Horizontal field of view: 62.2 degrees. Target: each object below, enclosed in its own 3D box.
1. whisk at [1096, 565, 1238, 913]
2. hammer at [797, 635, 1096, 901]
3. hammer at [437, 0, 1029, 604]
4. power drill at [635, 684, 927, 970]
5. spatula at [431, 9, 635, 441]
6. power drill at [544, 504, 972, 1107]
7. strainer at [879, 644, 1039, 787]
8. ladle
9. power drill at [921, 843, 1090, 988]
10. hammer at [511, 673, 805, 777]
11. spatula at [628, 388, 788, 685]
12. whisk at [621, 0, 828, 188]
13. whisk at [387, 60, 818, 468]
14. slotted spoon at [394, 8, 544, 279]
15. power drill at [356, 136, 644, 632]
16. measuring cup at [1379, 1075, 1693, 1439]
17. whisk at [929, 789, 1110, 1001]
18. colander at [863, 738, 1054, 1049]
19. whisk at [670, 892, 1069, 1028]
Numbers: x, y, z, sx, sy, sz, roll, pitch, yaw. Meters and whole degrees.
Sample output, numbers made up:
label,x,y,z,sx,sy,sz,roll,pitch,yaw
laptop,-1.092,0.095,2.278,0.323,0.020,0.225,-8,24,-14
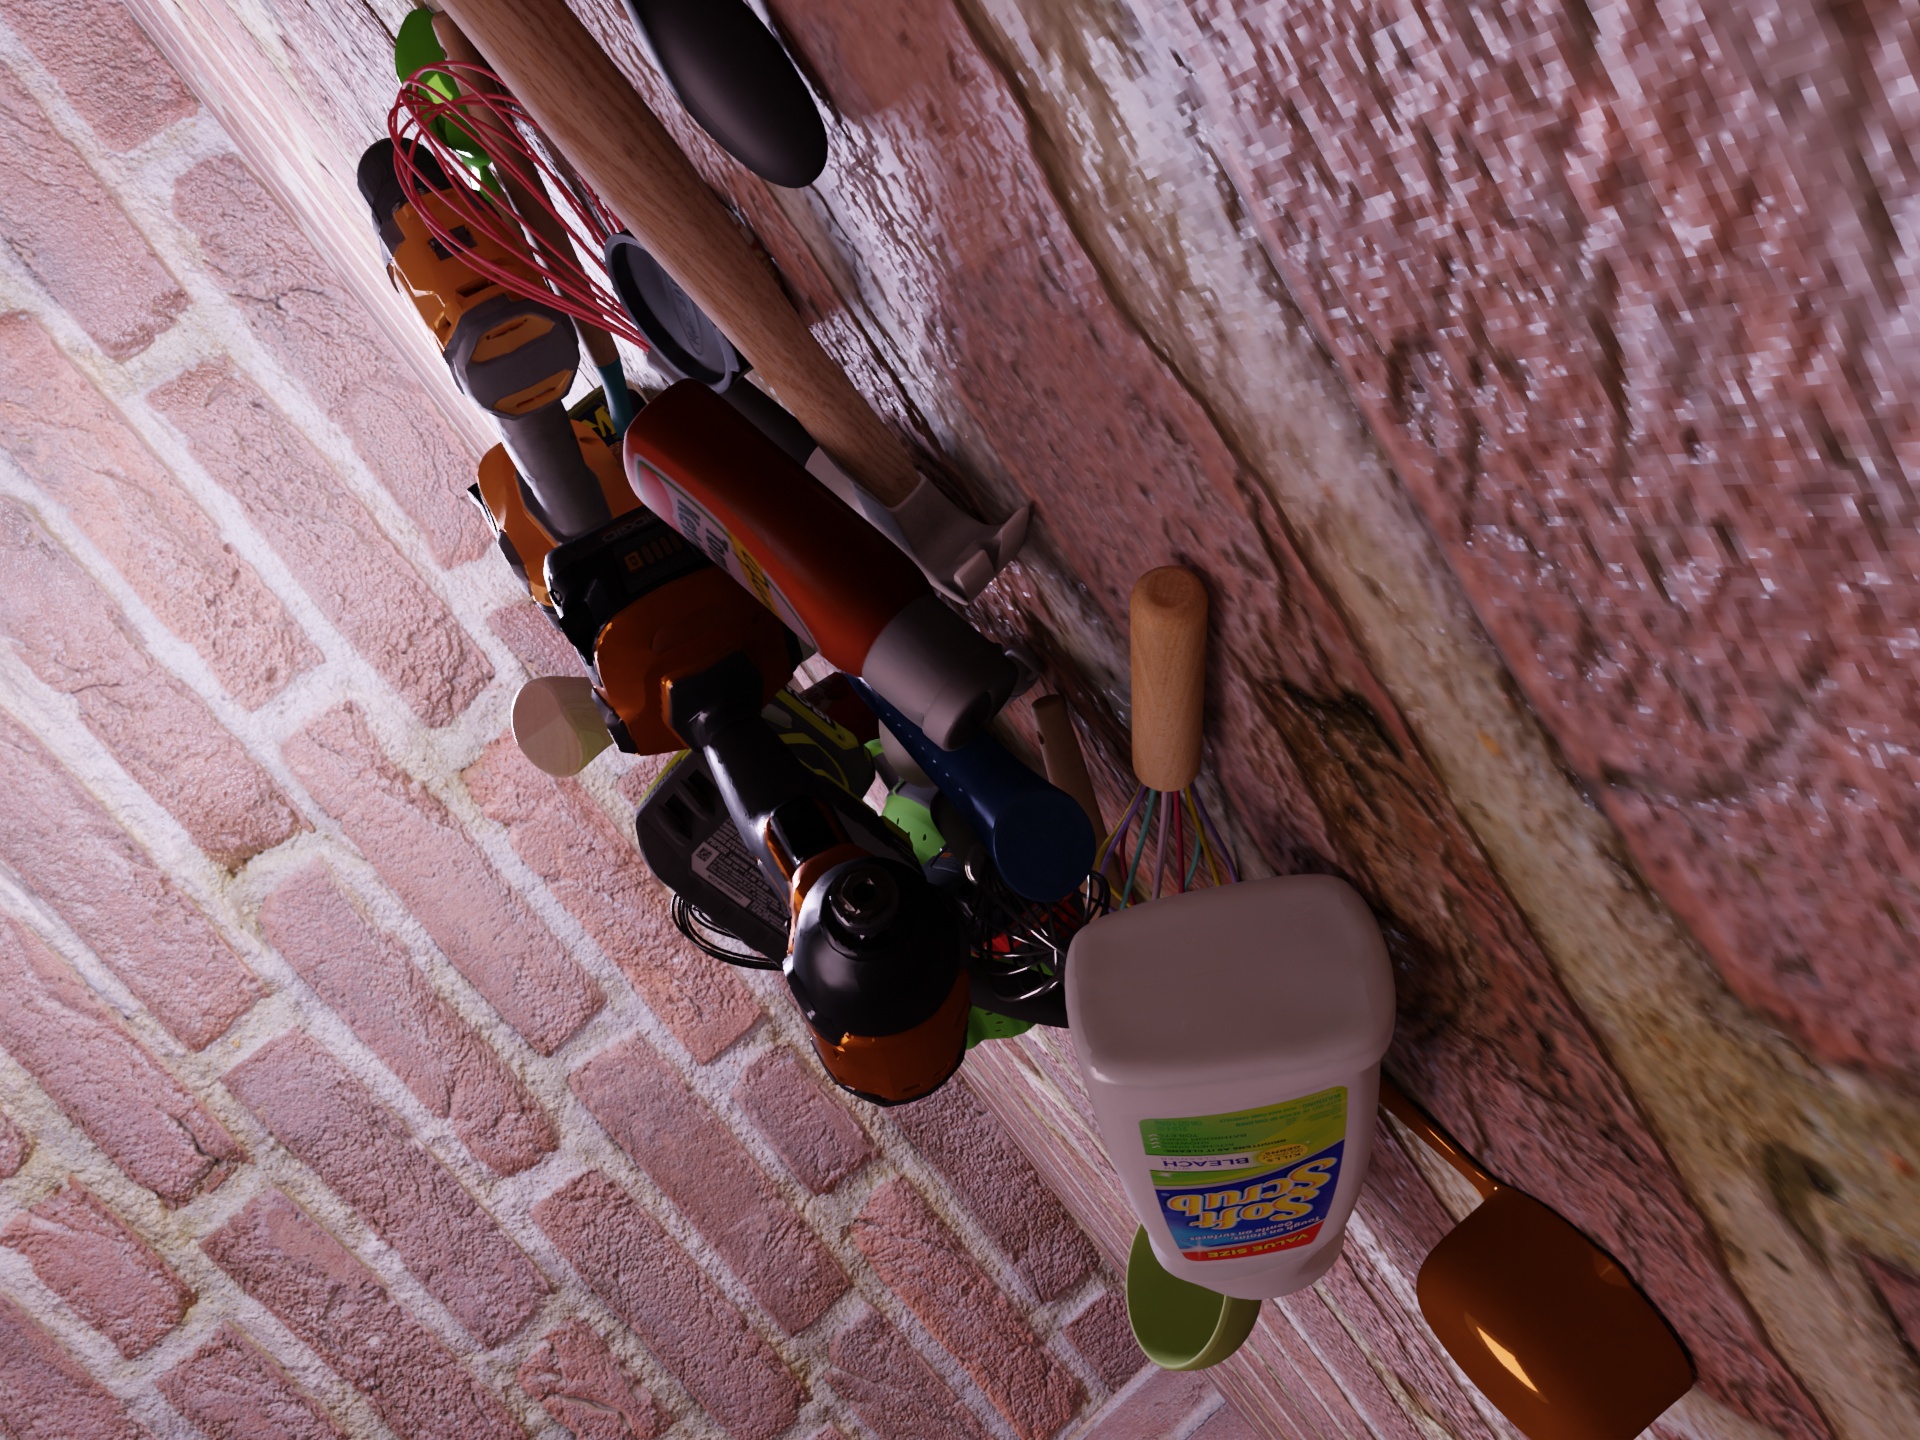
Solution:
label,x,y,z,sx,sy,sz,roll,pitch,yaw
whisk,0.064,0.024,0.527,0.047,0.051,0.244,52,168,27
hammer,-0.049,-0.032,0.678,0.144,0.035,0.406,65,169,-27
hammer,-0.074,-0.136,0.455,0.130,0.031,0.331,38,174,40
power drill,-0.106,0.024,0.800,0.171,0.080,0.223,39,-172,-25
spatula,-0.182,-0.211,0.807,0.082,0.044,0.317,44,163,38
power drill,-0.069,0.024,0.587,0.227,0.084,0.164,57,167,22
strainer,-0.001,-0.002,0.716,0.087,0.050,0.258,48,166,0
ladle,0.068,0.139,0.671,0.078,0.062,0.320,32,143,64
power drill,0.075,0.141,0.788,0.219,0.078,0.143,49,169,-6
hammer,-0.176,-0.021,0.970,0.146,0.038,0.411,54,-169,-7
spatula,-0.129,-0.053,0.959,0.315,0.018,0.060,65,-164,-12
whisk,-0.130,-0.248,0.389,0.284,0.070,0.070,49,170,-15
whisk,-0.134,-0.168,0.657,0.296,0.073,0.073,44,168,8
slotted spoon,-0.252,-0.275,0.871,0.070,0.031,0.313,49,170,7
power drill,-0.233,-0.173,0.814,0.186,0.084,0.226,53,164,31
measuring cup,0.176,0.188,0.577,0.174,0.052,0.095,45,167,26
whisk,0.016,0.060,0.646,0.059,0.058,0.246,35,-178,-13
colander,0.047,0.189,0.960,0.397,0.094,0.204,51,164,-12
whisk,-0.037,0.125,0.850,0.239,0.055,0.055,17,173,-9
